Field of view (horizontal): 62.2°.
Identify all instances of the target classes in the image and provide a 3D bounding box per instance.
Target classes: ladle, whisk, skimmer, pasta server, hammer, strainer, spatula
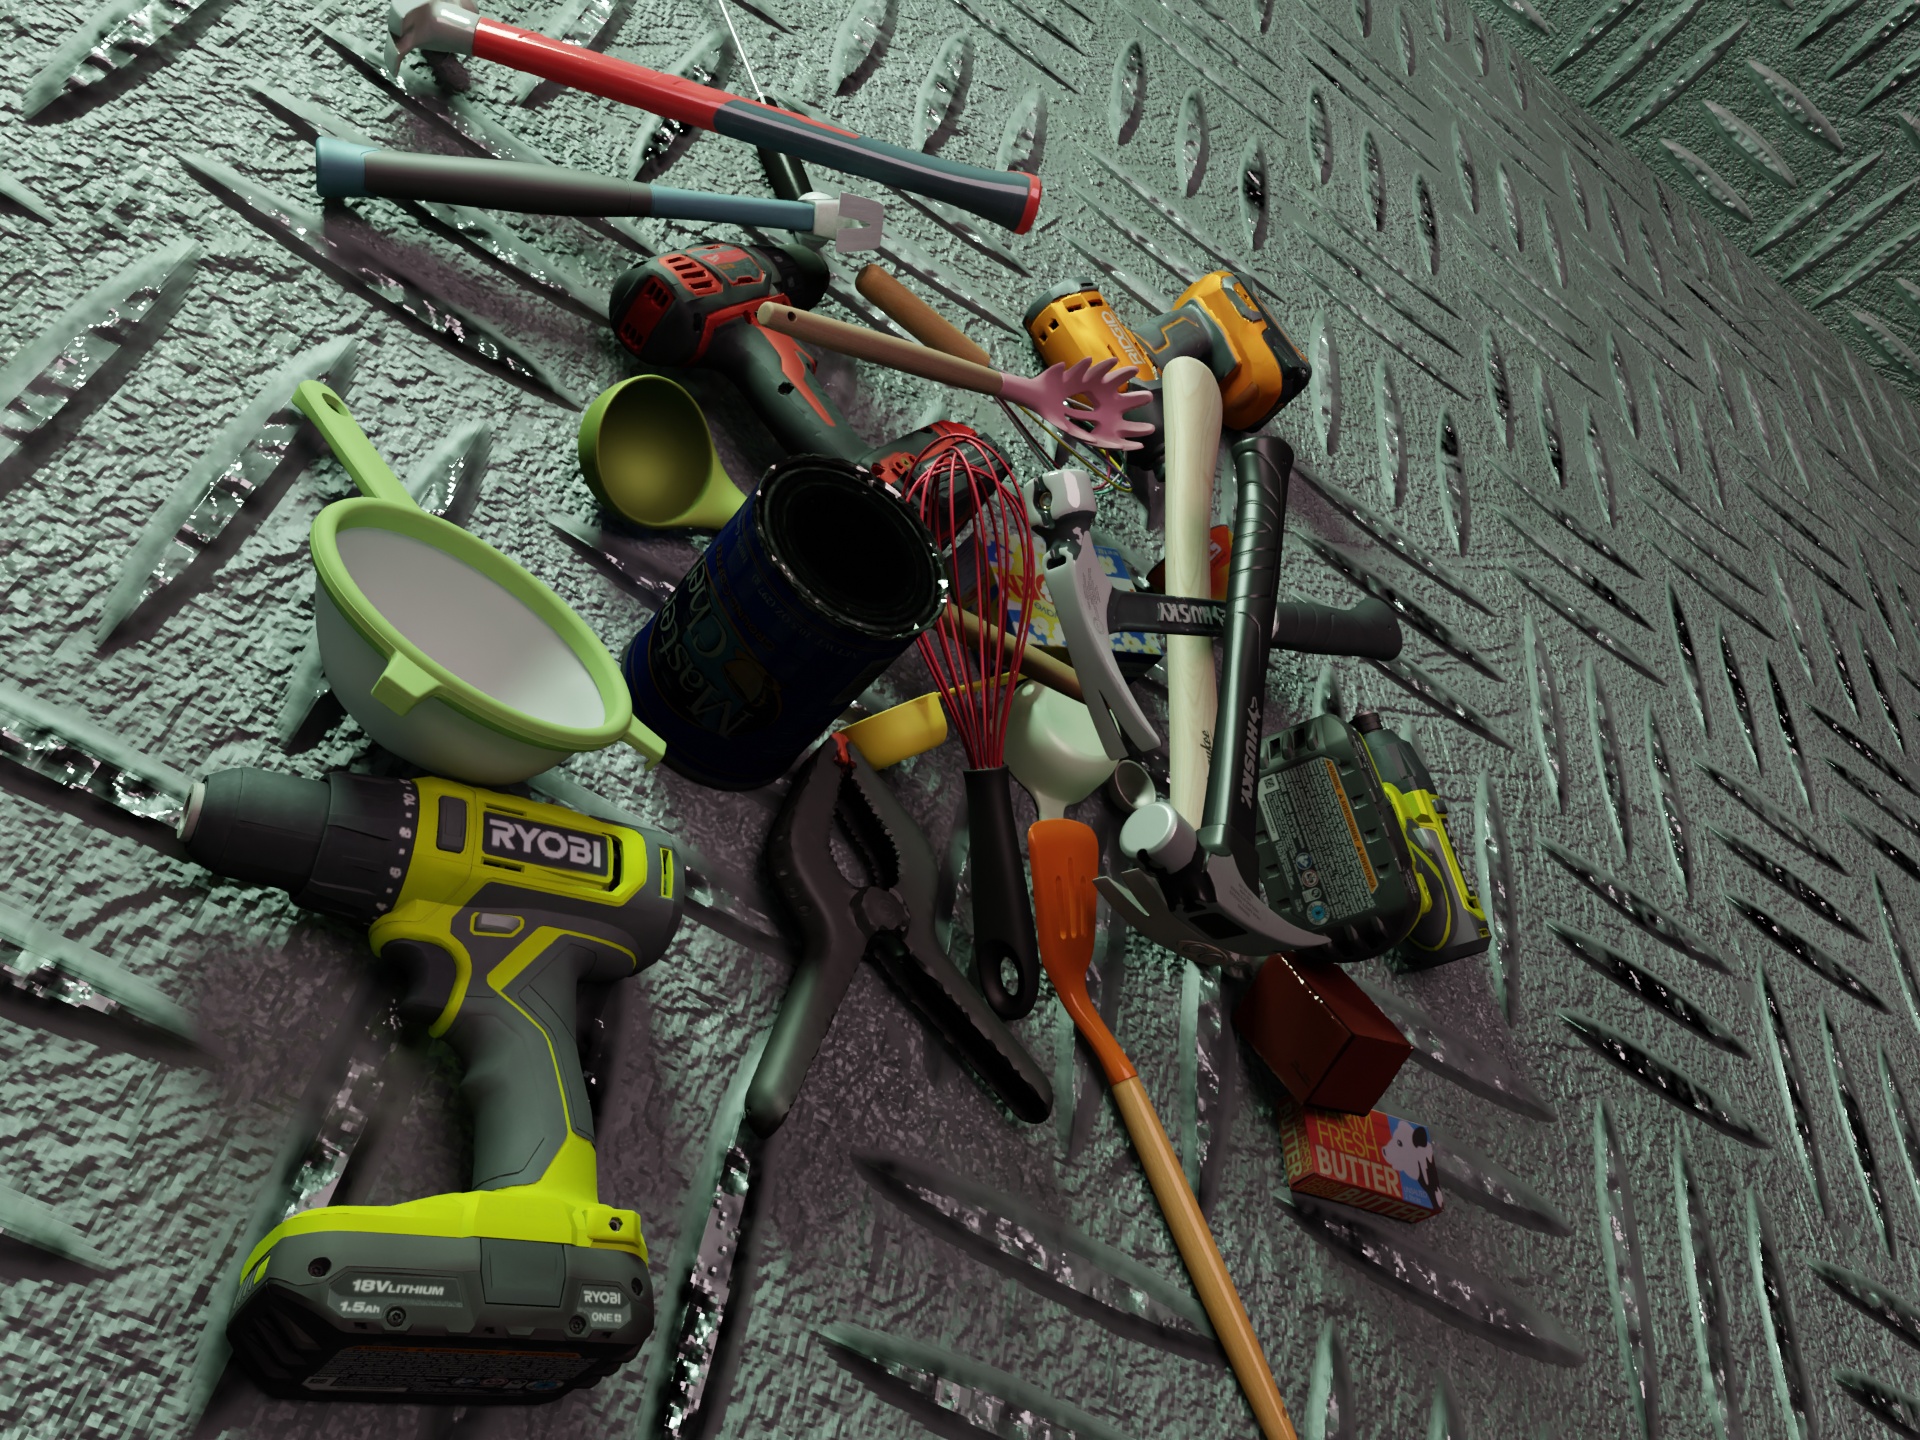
[{"bbox_3d":[-0.054,-0.083,0.847,0.320,0.062,0.078,27,71,-9],"label":"ladle"},{"bbox_3d":[0.027,-0.220,1.045,0.244,0.051,0.047,33,56,-30],"label":"whisk"},{"bbox_3d":[-0.131,-0.492,1.118,0.127,0.090,0.364,35,32,-66],"label":"skimmer"},{"bbox_3d":[0.008,-0.207,0.944,0.316,0.040,0.060,4,82,-48],"label":"pasta server"},{"bbox_3d":[0.011,0.004,0.796,0.073,0.073,0.296,-9,94,-45],"label":"whisk"},{"bbox_3d":[0.135,-0.057,0.965,0.146,0.038,0.411,32,51,-42],"label":"hammer"},{"bbox_3d":[-0.193,-0.296,0.903,0.331,0.033,0.128,-5,21,-31],"label":"hammer"},{"bbox_3d":[-0.134,-0.353,0.938,0.386,0.038,0.143,12,29,-14],"label":"hammer"},{"bbox_3d":[0.158,-0.029,0.865,0.146,0.035,0.335,42,45,-34],"label":"hammer"},{"bbox_3d":[-0.249,-0.055,0.696,0.257,0.069,0.151,48,15,29],"label":"strainer"},{"bbox_3d":[0.177,-0.055,0.959,0.408,0.036,0.149,0,75,-53],"label":"hammer"},{"bbox_3d":[0.101,0.202,0.806,0.081,0.041,0.323,11,52,-60],"label":"spatula"}]

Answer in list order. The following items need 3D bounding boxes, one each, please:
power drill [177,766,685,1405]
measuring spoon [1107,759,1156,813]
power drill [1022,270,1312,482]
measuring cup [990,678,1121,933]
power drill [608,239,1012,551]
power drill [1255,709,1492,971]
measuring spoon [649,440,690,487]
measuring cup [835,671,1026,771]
[{"bbox_3d":[-0.196,0.121,0.586,0.190,0.080,0.229,17,47,-32],"label":"power drill"},{"bbox_3d":[0.114,0.083,0.938,0.034,0.018,0.124,-4,69,-46],"label":"measuring spoon"},{"bbox_3d":[0.166,-0.260,1.205,0.226,0.084,0.164,-19,73,-43],"label":"power drill"},{"bbox_3d":[0.061,0.042,0.900,0.083,0.038,0.168,22,45,-27],"label":"measuring cup"},{"bbox_3d":[-0.079,-0.197,0.943,0.227,0.080,0.188,45,33,3],"label":"power drill"},{"bbox_3d":[0.249,0.068,0.971,0.223,0.080,0.171,10,60,-59],"label":"power drill"},{"bbox_3d":[-0.130,-0.109,0.878,0.117,0.011,0.021,47,40,-6],"label":"measuring spoon"},{"bbox_3d":[-0.001,-0.003,0.866,0.156,0.062,0.029,-18,87,-45],"label":"measuring cup"}]
